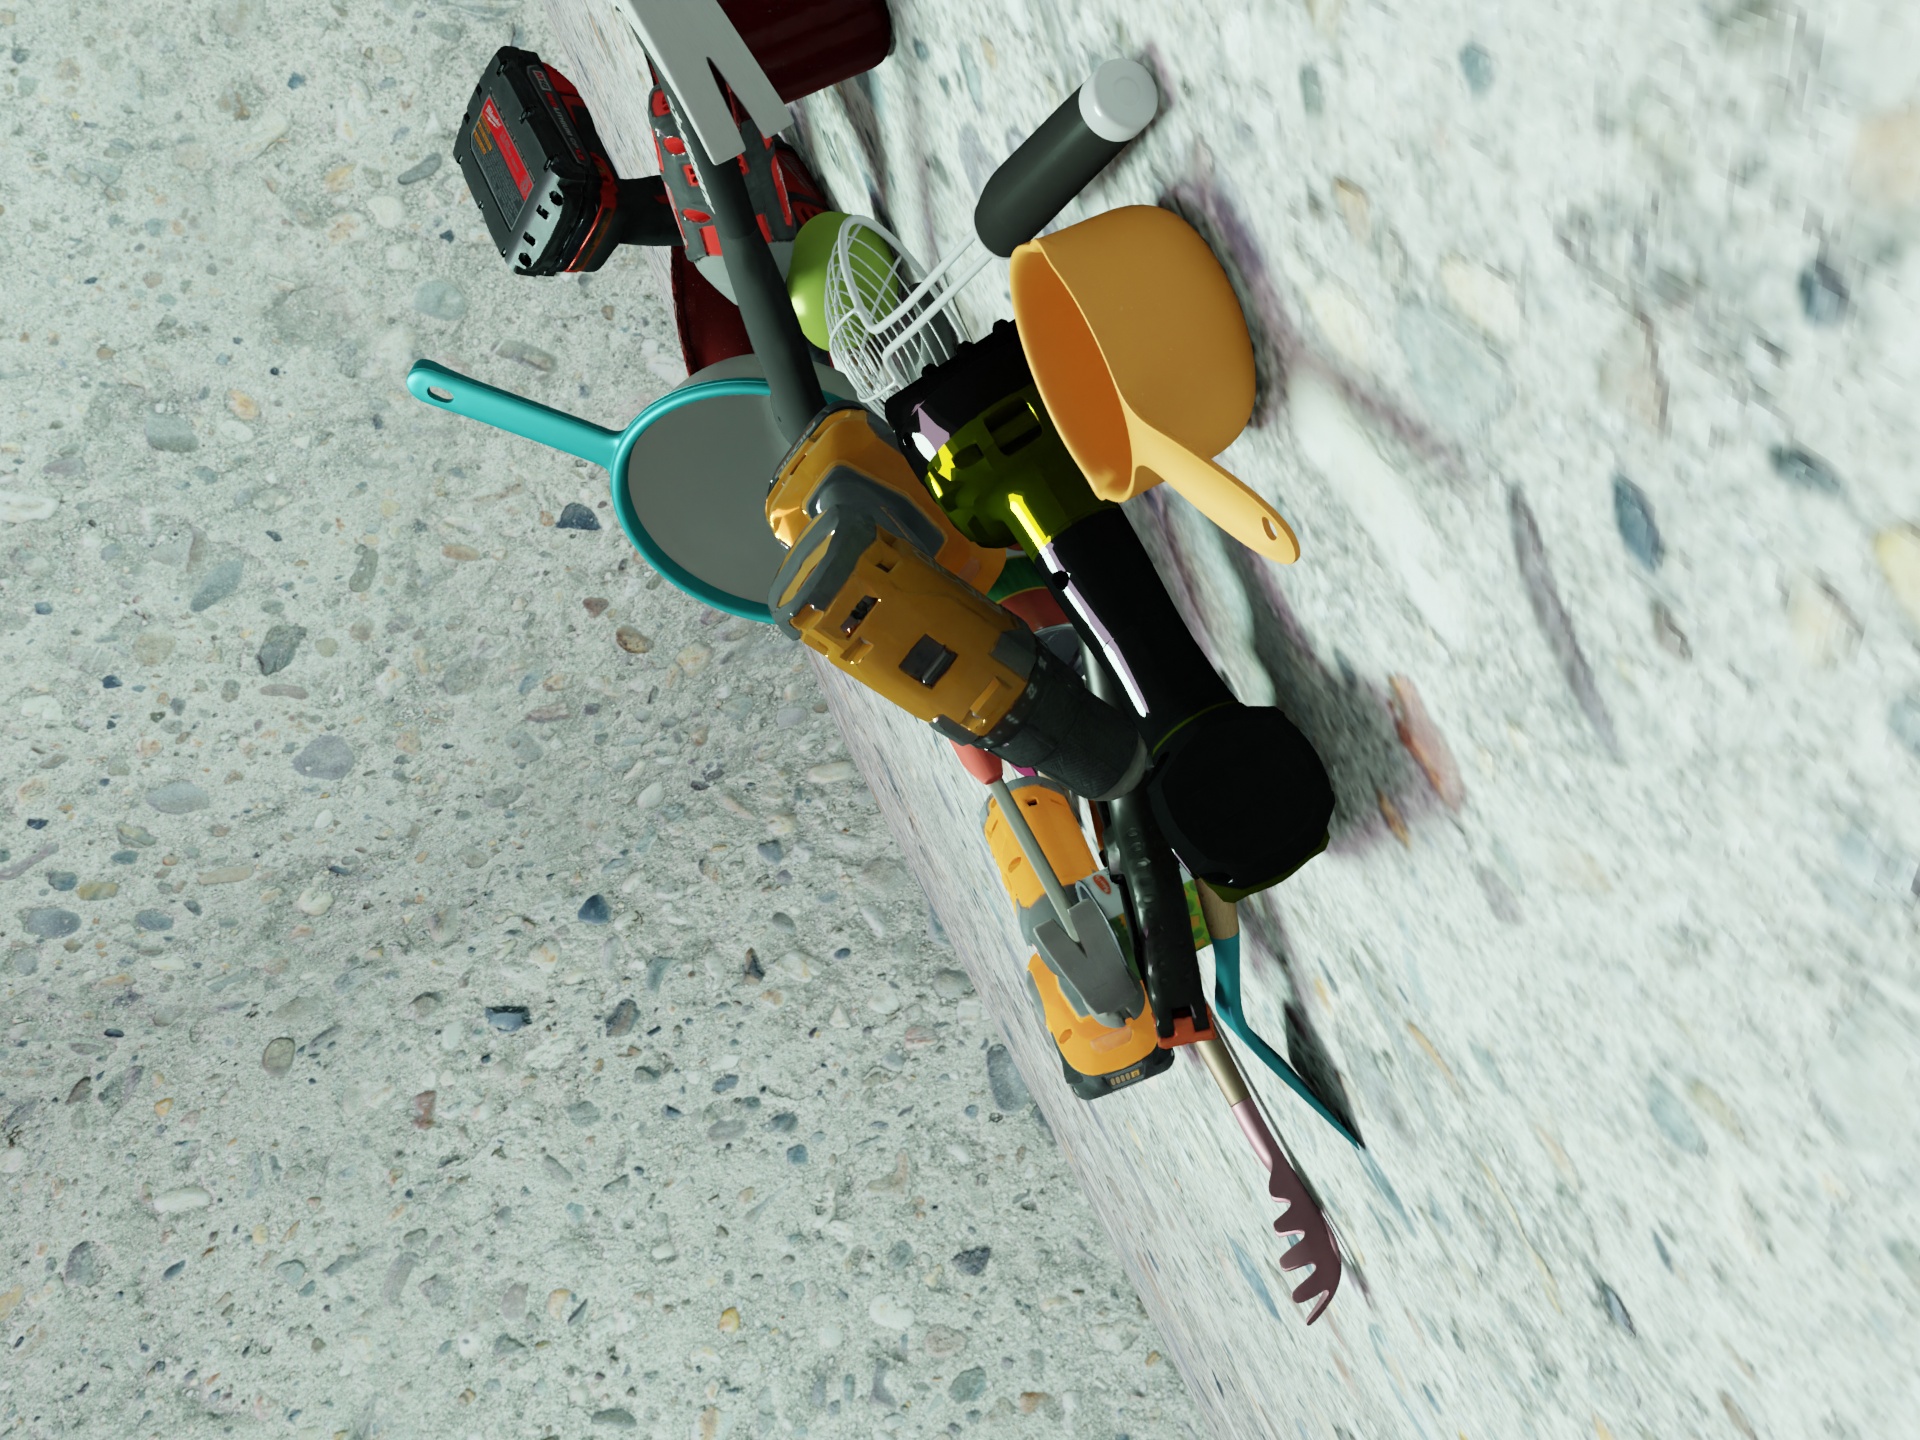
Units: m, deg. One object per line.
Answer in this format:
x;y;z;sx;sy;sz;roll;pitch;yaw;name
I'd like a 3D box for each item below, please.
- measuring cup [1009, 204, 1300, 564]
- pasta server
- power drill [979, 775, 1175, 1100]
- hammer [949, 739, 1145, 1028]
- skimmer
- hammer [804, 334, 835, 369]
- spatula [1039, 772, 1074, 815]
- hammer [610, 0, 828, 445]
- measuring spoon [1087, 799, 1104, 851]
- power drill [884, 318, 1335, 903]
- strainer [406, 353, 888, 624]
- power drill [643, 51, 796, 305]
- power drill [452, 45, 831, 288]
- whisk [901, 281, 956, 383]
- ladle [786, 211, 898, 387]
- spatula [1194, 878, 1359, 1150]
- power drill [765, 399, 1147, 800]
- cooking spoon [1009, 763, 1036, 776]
0.073;-0.098;0.480;0.174;0.052;0.095;54;167;50;measuring cup
0.156;0.219;1.000;0.316;0.040;0.060;63;-179;23;pasta server
0.082;0.164;1.080;0.226;0.084;0.164;69;180;-45;power drill
-0.001;-0.003;0.872;0.359;0.036;0.149;61;-179;32;hammer
0.018;-0.193;0.650;0.127;0.090;0.363;61;163;-7;skimmer
-0.106;-0.266;1.230;0.143;0.038;0.386;-100;-7;-62;hammer
0.060;0.031;1.088;0.315;0.060;0.018;71;-144;-60;spatula
-0.100;-0.223;0.748;0.146;0.035;0.334;57;173;22;hammer
0.087;0.062;1.072;0.021;0.011;0.116;-122;10;-45;measuring spoon
0.066;-0.035;0.618;0.223;0.080;0.171;60;-175;13;power drill
-0.172;-0.183;1.020;0.211;0.340;0.095;122;162;-49;strainer
-0.134;-0.334;0.873;0.143;0.078;0.220;77;180;-58;power drill
-0.191;-0.349;0.988;0.080;0.226;0.188;-45;65;40;power drill
-0.006;-0.127;0.948;0.295;0.073;0.073;81;164;-44;whisk
-0.075;-0.251;1.034;0.320;0.062;0.078;-179;99;-86;ladle
0.131;0.075;0.766;0.082;0.044;0.317;-128;20;-64;spatula
-0.006;-0.056;0.754;0.185;0.084;0.226;33;-164;-22;power drill
-0.029;-0.067;1.199;0.318;0.017;0.069;53;167;-28;cooking spoon
